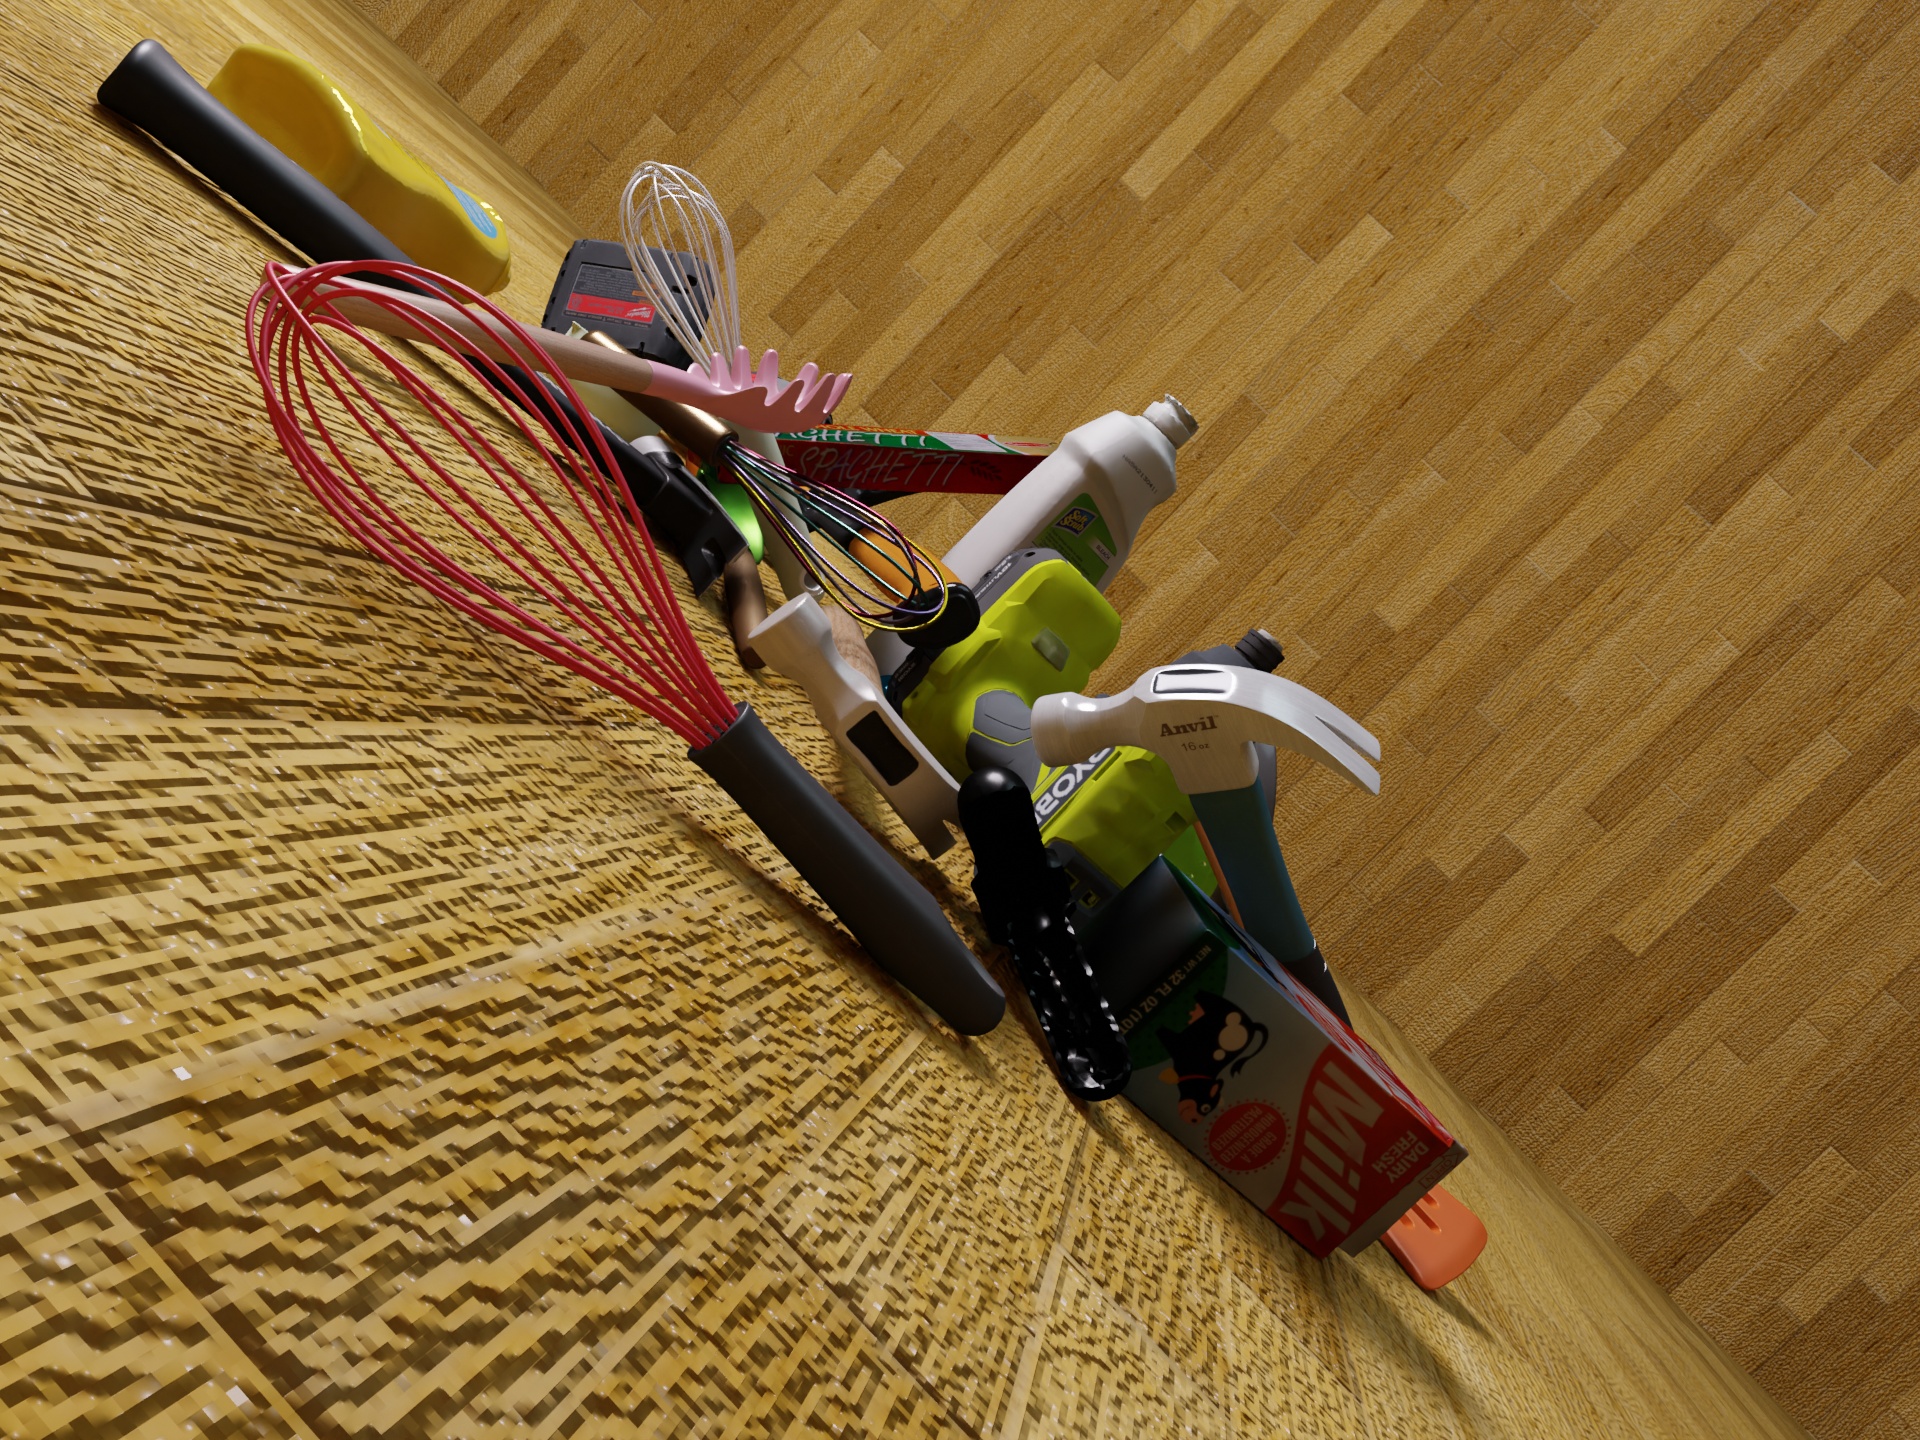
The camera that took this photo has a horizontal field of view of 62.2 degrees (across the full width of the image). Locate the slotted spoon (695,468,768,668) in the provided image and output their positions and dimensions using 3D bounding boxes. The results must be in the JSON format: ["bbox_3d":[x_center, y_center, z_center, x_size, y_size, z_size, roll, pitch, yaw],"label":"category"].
[{"bbox_3d":[-0.118,-0.083,0.844,0.070,0.031,0.314,61,1,-23],"label":"slotted spoon"}]

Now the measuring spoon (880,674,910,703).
[{"bbox_3d":[-0.001,-0.003,0.932,0.128,0.021,0.042,18,17,-35],"label":"measuring spoon"}]

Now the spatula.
[{"bbox_3d":[0.182,0.143,0.855,0.081,0.041,0.323,-9,71,-49],"label":"spatula"}]

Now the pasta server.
[{"bbox_3d":[-0.155,-0.161,0.684,0.060,0.040,0.316,23,12,29],"label":"pasta server"}]

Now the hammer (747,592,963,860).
[{"bbox_3d":[-0.050,-0.018,0.772,0.130,0.031,0.331,52,1,-13],"label":"hammer"}]

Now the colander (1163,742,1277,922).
[{"bbox_3d":[0.154,0.098,1.084,0.094,0.204,0.398,8,32,-15],"label":"colander"}]

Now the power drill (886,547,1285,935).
[{"bbox_3d":[0.057,-0.003,0.795,0.080,0.171,0.223,42,3,-28],"label":"power drill"}]

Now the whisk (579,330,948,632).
[{"bbox_3d":[-0.105,-0.121,0.791,0.245,0.047,0.051,38,1,15],"label":"whisk"}]

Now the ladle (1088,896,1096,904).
[{"bbox_3d":[0.035,0.046,0.993,0.078,0.062,0.320,42,-1,-19],"label":"ladle"}]

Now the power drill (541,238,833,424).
[{"bbox_3d":[-0.190,-0.257,1.154,0.143,0.078,0.219,14,-8,22],"label":"power drill"}]

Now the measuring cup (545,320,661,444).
[{"bbox_3d":[-0.184,-0.172,0.889,0.083,0.038,0.168,42,0,-39],"label":"measuring cup"}]

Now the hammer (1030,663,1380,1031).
[{"bbox_3d":[0.145,0.110,0.704,0.033,0.128,0.330,-71,144,-48],"label":"hammer"}]

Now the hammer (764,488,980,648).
[{"bbox_3d":[-0.042,-0.104,0.944,0.337,0.127,0.034,-132,-161,-67],"label":"hammer"}]

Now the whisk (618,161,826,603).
[{"bbox_3d":[-0.120,-0.171,0.839,0.059,0.058,0.246,7,-56,45],"label":"whisk"}]

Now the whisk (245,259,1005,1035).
[{"bbox_3d":[-0.081,-0.012,0.449,0.295,0.073,0.073,49,4,-19],"label":"whisk"}]

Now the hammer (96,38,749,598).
[{"bbox_3d":[-0.219,-0.168,0.703,0.334,0.035,0.146,39,7,-45],"label":"hammer"}]

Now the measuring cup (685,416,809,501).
[{"bbox_3d":[-0.151,-0.172,1.160,0.095,0.052,0.173,44,4,-3],"label":"measuring cup"}]
